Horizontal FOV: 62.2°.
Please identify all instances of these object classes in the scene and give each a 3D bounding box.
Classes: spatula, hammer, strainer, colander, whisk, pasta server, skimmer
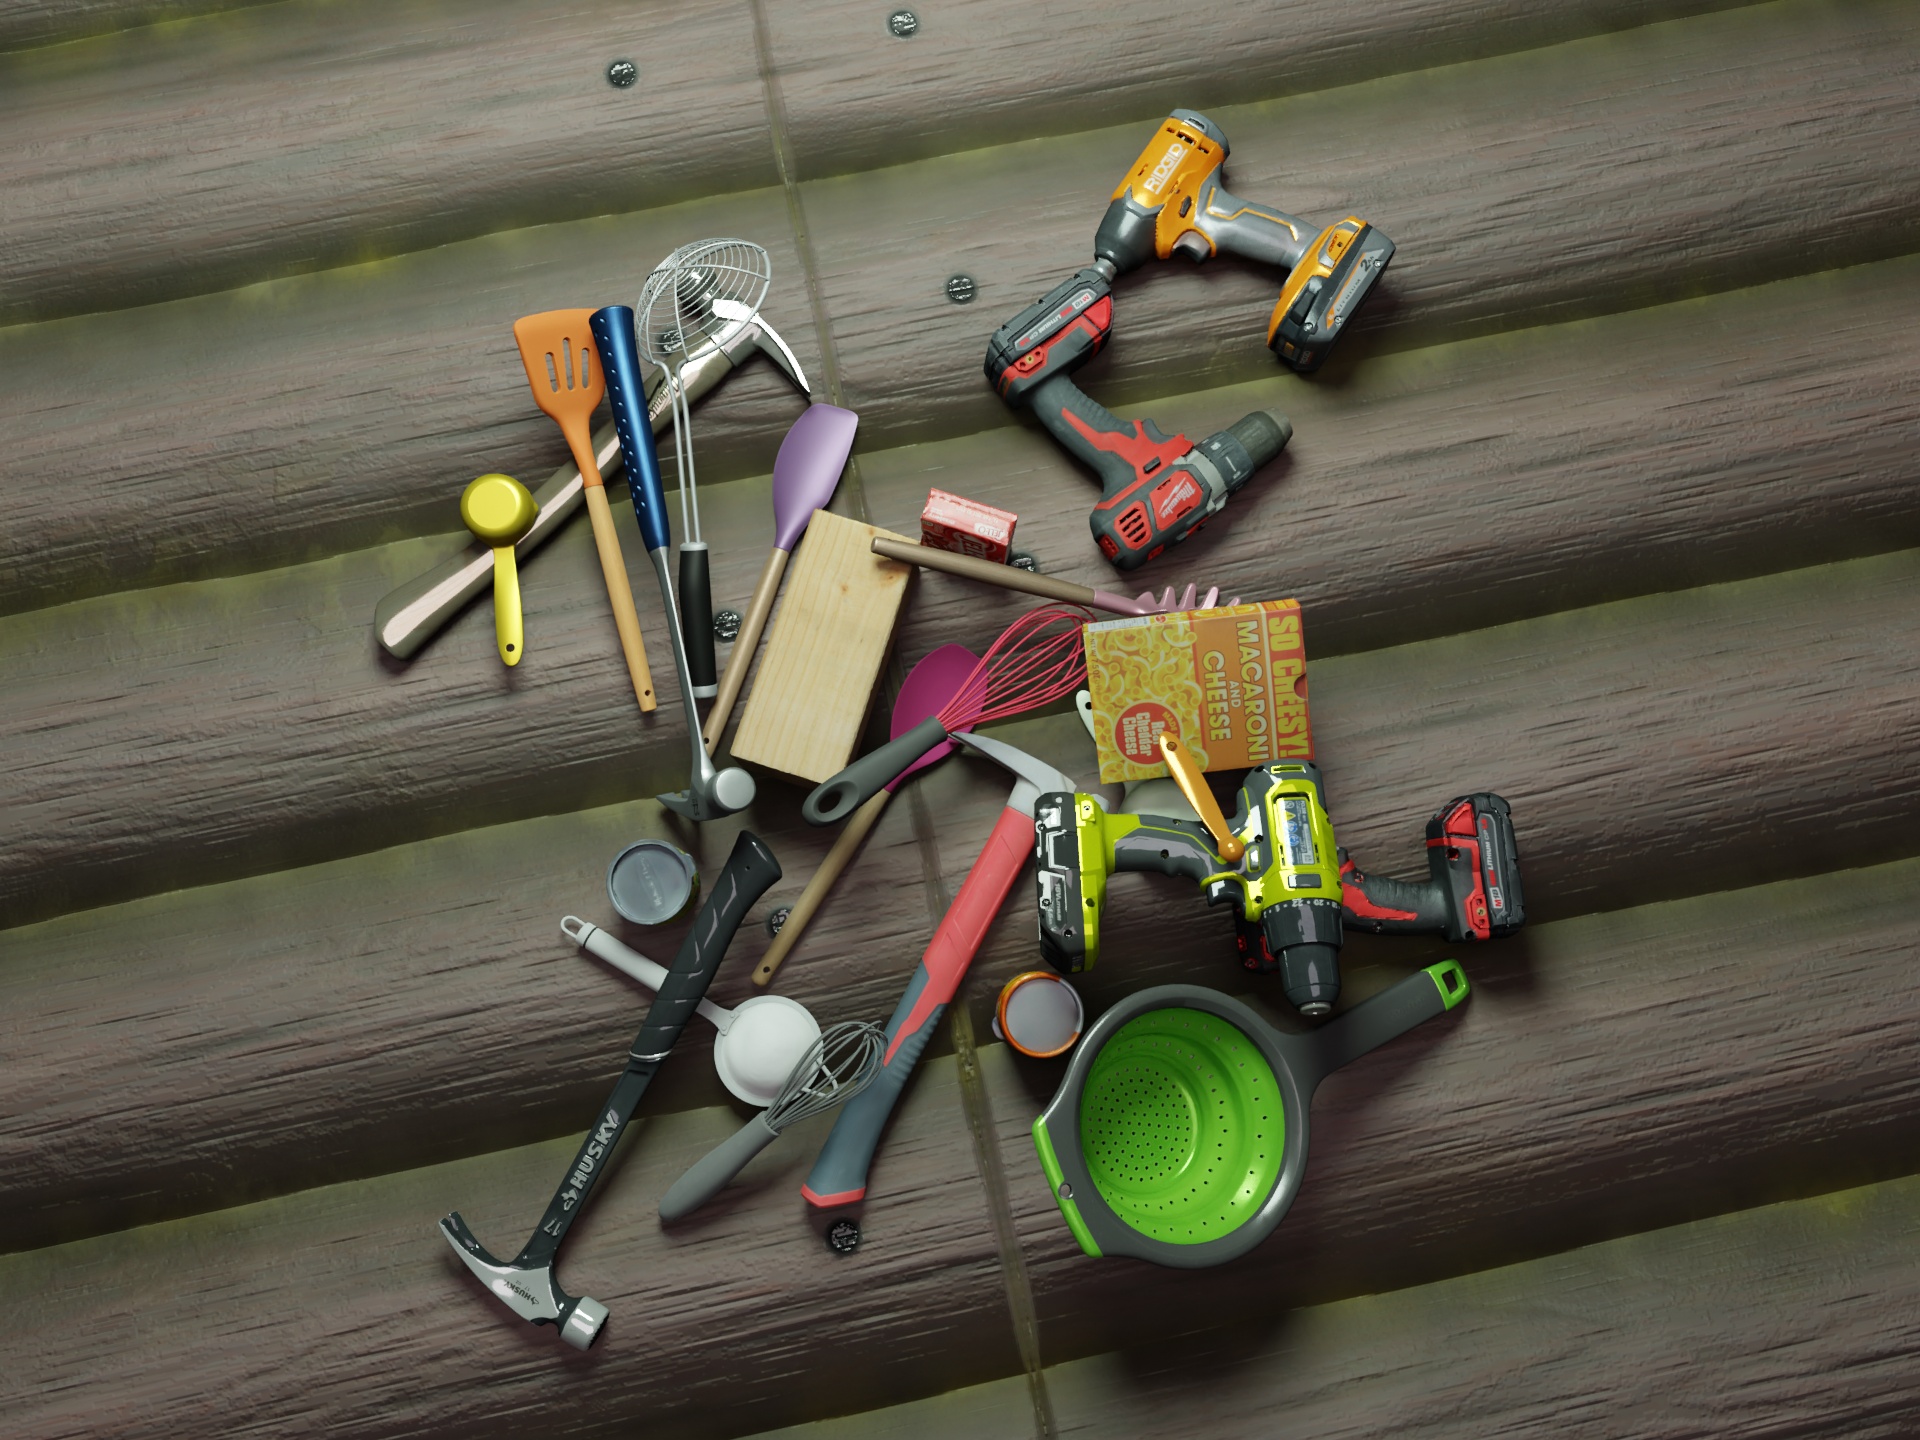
[{"bbox_3d":[-0.286,-0.165,1.275,0.081,0.041,0.322,-15,93,-30],"label":"spatula"},{"bbox_3d":[-0.311,-0.192,1.315,0.410,0.038,0.146,-44,86,-6],"label":"hammer"},{"bbox_3d":[-0.208,0.224,1.255,0.258,0.050,0.087,30,68,6],"label":"strainer"},{"bbox_3d":[0.225,0.280,1.241,0.397,0.094,0.204,-21,84,-22],"label":"colander"},{"bbox_3d":[-0.002,-0.004,1.238,0.296,0.073,0.073,-35,84,-21],"label":"whisk"},{"bbox_3d":[0.082,-0.111,1.265,0.316,0.060,0.040,12,110,-18],"label":"pasta server"},{"bbox_3d":[-0.251,0.269,1.219,0.149,0.036,0.409,29,91,5],"label":"hammer"},{"bbox_3d":[-0.235,-0.120,1.239,0.035,0.144,0.405,-10,85,-28],"label":"hammer"},{"bbox_3d":[-0.033,0.199,1.258,0.143,0.038,0.386,29,83,-1],"label":"hammer"},{"bbox_3d":[-0.146,0.309,1.220,0.239,0.055,0.055,-42,85,11],"label":"whisk"},{"bbox_3d":[-0.199,-0.203,1.281,0.127,0.090,0.363,3,101,33],"label":"skimmer"},{"bbox_3d":[-0.159,-0.117,1.315,0.060,0.018,0.316,16,81,14],"label":"spatula"}]

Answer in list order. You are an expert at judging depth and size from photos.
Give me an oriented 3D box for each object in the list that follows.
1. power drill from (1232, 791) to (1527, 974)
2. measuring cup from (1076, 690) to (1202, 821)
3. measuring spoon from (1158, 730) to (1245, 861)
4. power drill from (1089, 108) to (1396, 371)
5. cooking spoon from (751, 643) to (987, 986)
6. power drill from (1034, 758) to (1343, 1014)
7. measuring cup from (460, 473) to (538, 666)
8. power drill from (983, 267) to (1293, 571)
[{"bbox_3d":[0.323,0.120,1.265,0.219,0.078,0.143,-7,81,1],"label":"power drill"},{"bbox_3d":[0.142,0.046,1.287,0.083,0.038,0.167,-31,86,-5],"label":"measuring cup"},{"bbox_3d":[0.178,0.054,1.182,0.021,0.011,0.117,-22,64,-11],"label":"measuring spoon"},{"bbox_3d":[0.227,-0.391,1.335,0.226,0.084,0.164,34,83,8],"label":"power drill"},{"bbox_3d":[-0.077,0.077,1.288,0.068,0.017,0.319,35,82,-13],"label":"cooking spoon"},{"bbox_3d":[0.172,0.129,1.192,0.228,0.080,0.191,-3,63,2],"label":"power drill"},{"bbox_3d":[-0.367,-0.122,1.271,0.062,0.029,0.156,-6,83,-3],"label":"measuring cup"},{"bbox_3d":[0.146,-0.259,1.316,0.188,0.080,0.227,-36,87,-6],"label":"power drill"}]
